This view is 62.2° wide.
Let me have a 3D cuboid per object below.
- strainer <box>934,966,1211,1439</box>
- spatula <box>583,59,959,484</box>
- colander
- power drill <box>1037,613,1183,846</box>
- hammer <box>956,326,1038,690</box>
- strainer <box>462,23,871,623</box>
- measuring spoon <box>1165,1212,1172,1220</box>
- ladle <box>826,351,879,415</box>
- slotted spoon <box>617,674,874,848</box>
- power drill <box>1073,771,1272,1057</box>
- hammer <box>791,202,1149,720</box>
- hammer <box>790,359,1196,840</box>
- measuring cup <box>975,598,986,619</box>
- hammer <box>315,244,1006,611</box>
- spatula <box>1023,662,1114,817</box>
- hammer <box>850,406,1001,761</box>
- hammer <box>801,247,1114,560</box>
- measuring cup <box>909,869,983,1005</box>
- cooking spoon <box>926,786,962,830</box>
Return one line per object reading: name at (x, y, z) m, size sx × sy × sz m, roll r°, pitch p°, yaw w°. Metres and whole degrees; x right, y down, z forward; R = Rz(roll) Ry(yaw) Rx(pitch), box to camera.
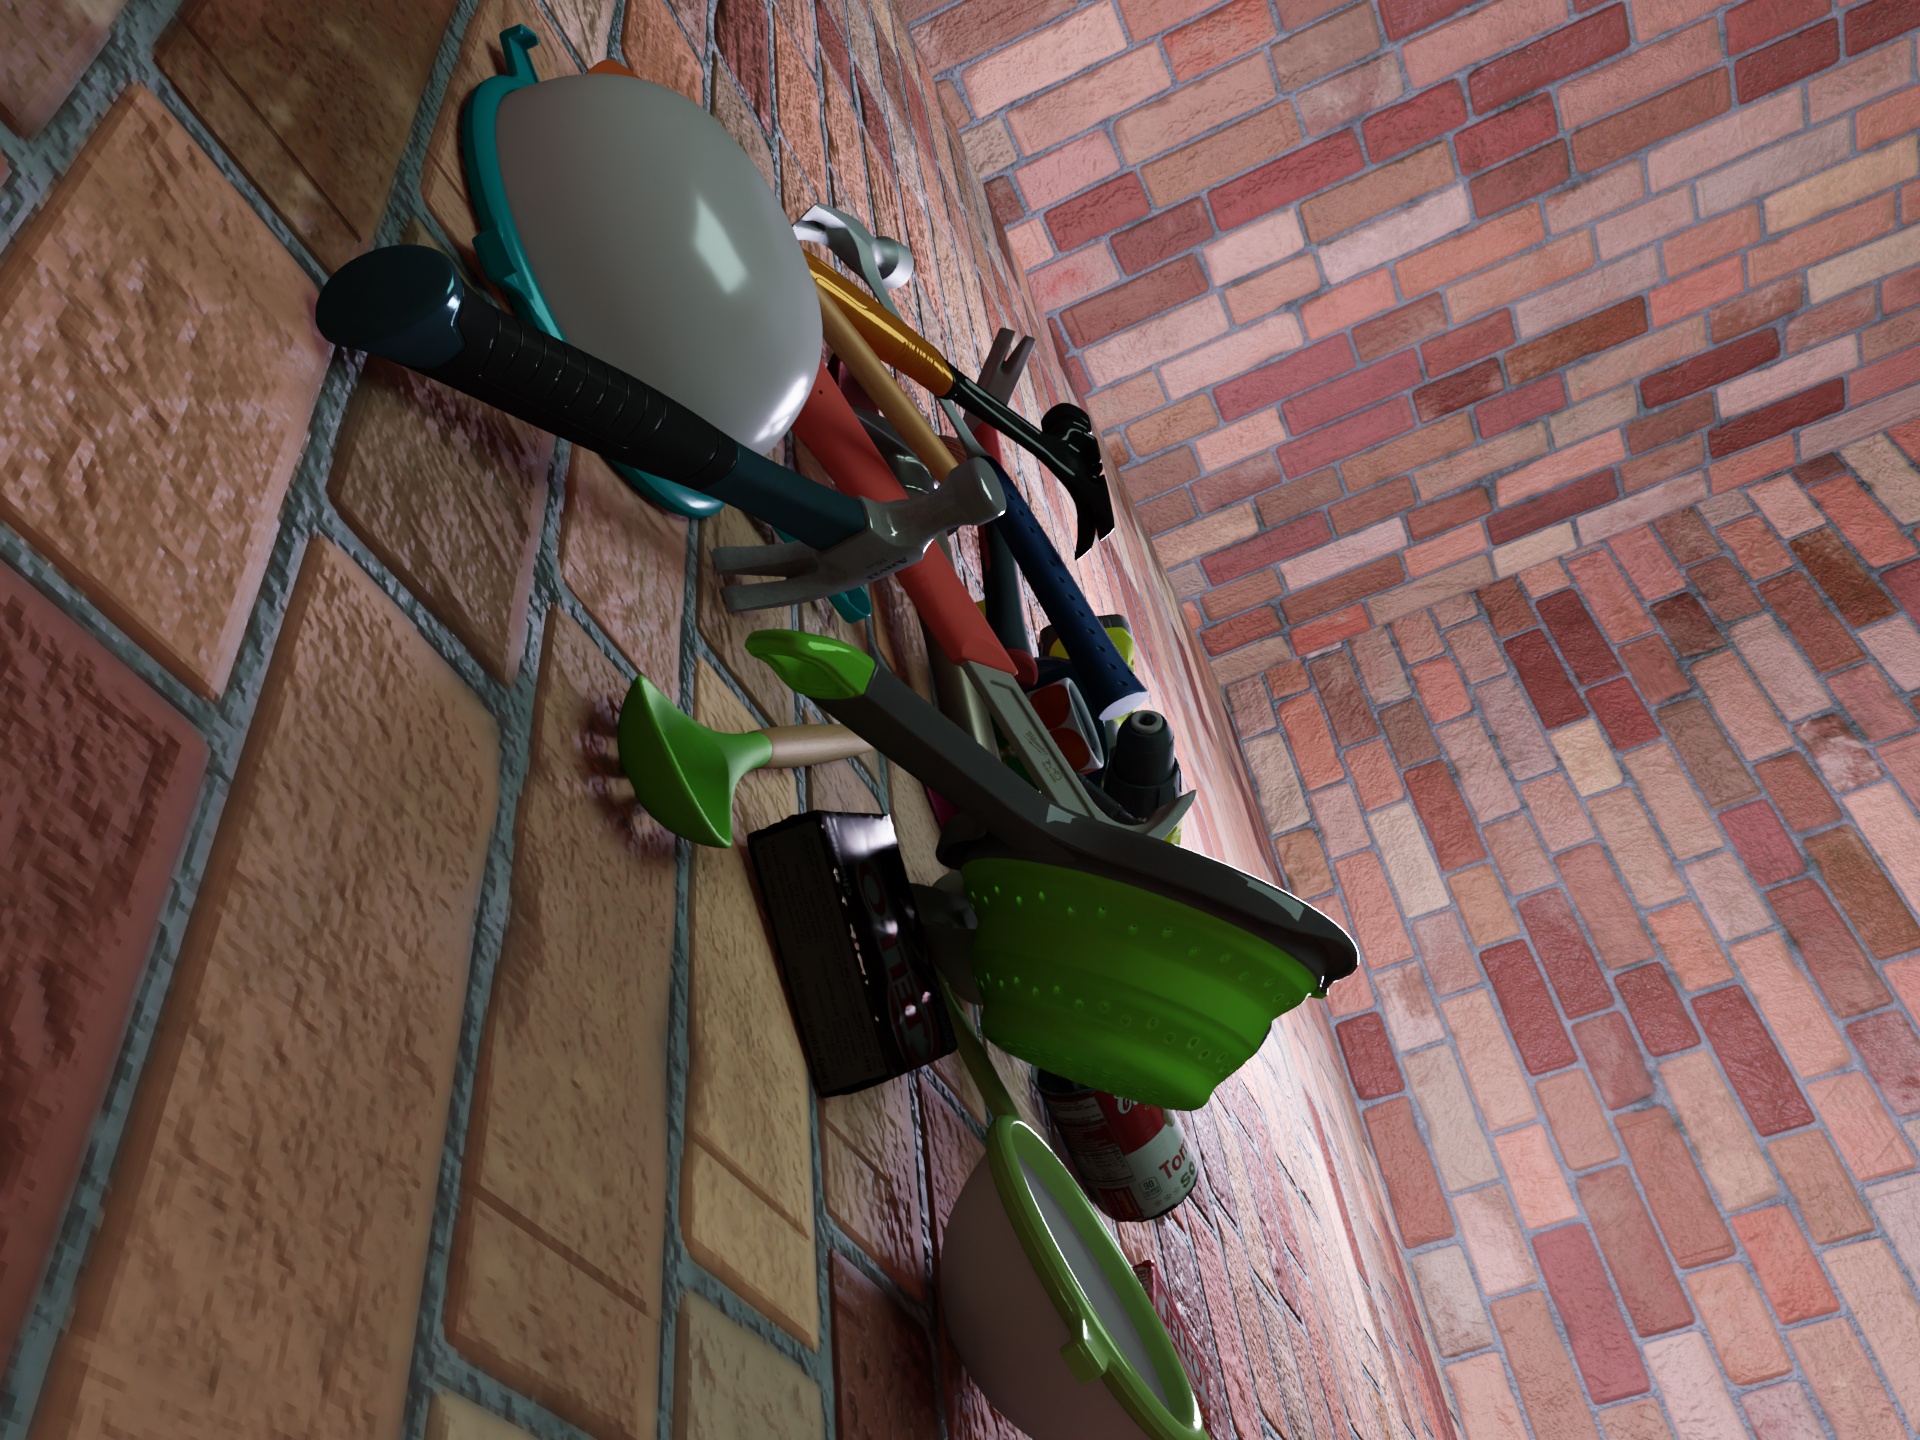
strainer at (0.012, 0.213, 0.693) m, size 0.151 × 0.069 × 0.257 m, roll 54°, pitch 2°, yaw -44°
spatula at (-0.086, -0.225, 0.874) m, size 0.322 × 0.041 × 0.081 m, roll 49°, pitch 33°, yaw -30°
colander at (0.030, 0.087, 0.686) m, size 0.396 × 0.205 × 0.094 m, roll 39°, pitch 66°, yaw -46°
power drill at (0.122, 0.019, 1.253) m, size 0.229 × 0.080 × 0.190 m, roll -105°, pitch -171°, yaw -48°
hammer at (0.031, -0.157, 1.190) m, size 0.038 × 0.143 × 0.387 m, roll 15°, pitch 34°, yaw -14°
strainer at (-0.096, -0.169, 0.763) m, size 0.340 × 0.095 × 0.211 m, roll 53°, pitch 20°, yaw -45°
measuring spoon at (0.124, 0.310, 1.076) m, size 0.124 × 0.018 × 0.034 m, roll 65°, pitch 11°, yaw -45°
ladle at (-0.027, -0.113, 1.109) m, size 0.315 × 0.031 × 0.069 m, roll 66°, pitch 27°, yaw -19°
slotted spoon at (-0.080, 0.014, 0.687) m, size 0.070 × 0.031 × 0.313 m, roll 63°, pitch 10°, yaw 4°
power drill at (0.110, 0.131, 1.090) m, size 0.188 × 0.080 × 0.226 m, roll 41°, pitch -7°, yaw 45°
hammer at (0.006, -0.179, 1.052) m, size 0.144 × 0.035 × 0.406 m, roll 4°, pitch 53°, yaw -62°
hammer at (0.001, -0.066, 0.934) m, size 0.149 × 0.036 × 0.359 m, roll -30°, pitch 87°, yaw -43°
measuring cup at (0.033, -0.019, 1.228) m, size 0.062 × 0.029 × 0.156 m, roll -75°, pitch 154°, yaw -69°
hammer at (-0.106, -0.106, 0.622) m, size 0.330 × 0.128 × 0.033 m, roll 18°, pitch 50°, yaw -62°
spatula at (0.143, 0.097, 1.148) m, size 0.317 × 0.082 × 0.044 m, roll 51°, pitch 41°, yaw -19°
hammer at (-0.002, -0.003, 0.960) m, size 0.146 × 0.038 × 0.411 m, roll 22°, pitch 47°, yaw -53°
hammer at (-0.033, -0.219, 0.964) m, size 0.336 × 0.034 × 0.127 m, roll 29°, pitch 38°, yaw -34°
measuring cup at (-0.010, 0.106, 0.812) m, size 0.167 × 0.038 × 0.083 m, roll 27°, pitch 43°, yaw -62°
cooking spoon at (0.046, 0.148, 0.990) m, size 0.319 × 0.017 × 0.069 m, roll 63°, pitch 14°, yaw -10°
